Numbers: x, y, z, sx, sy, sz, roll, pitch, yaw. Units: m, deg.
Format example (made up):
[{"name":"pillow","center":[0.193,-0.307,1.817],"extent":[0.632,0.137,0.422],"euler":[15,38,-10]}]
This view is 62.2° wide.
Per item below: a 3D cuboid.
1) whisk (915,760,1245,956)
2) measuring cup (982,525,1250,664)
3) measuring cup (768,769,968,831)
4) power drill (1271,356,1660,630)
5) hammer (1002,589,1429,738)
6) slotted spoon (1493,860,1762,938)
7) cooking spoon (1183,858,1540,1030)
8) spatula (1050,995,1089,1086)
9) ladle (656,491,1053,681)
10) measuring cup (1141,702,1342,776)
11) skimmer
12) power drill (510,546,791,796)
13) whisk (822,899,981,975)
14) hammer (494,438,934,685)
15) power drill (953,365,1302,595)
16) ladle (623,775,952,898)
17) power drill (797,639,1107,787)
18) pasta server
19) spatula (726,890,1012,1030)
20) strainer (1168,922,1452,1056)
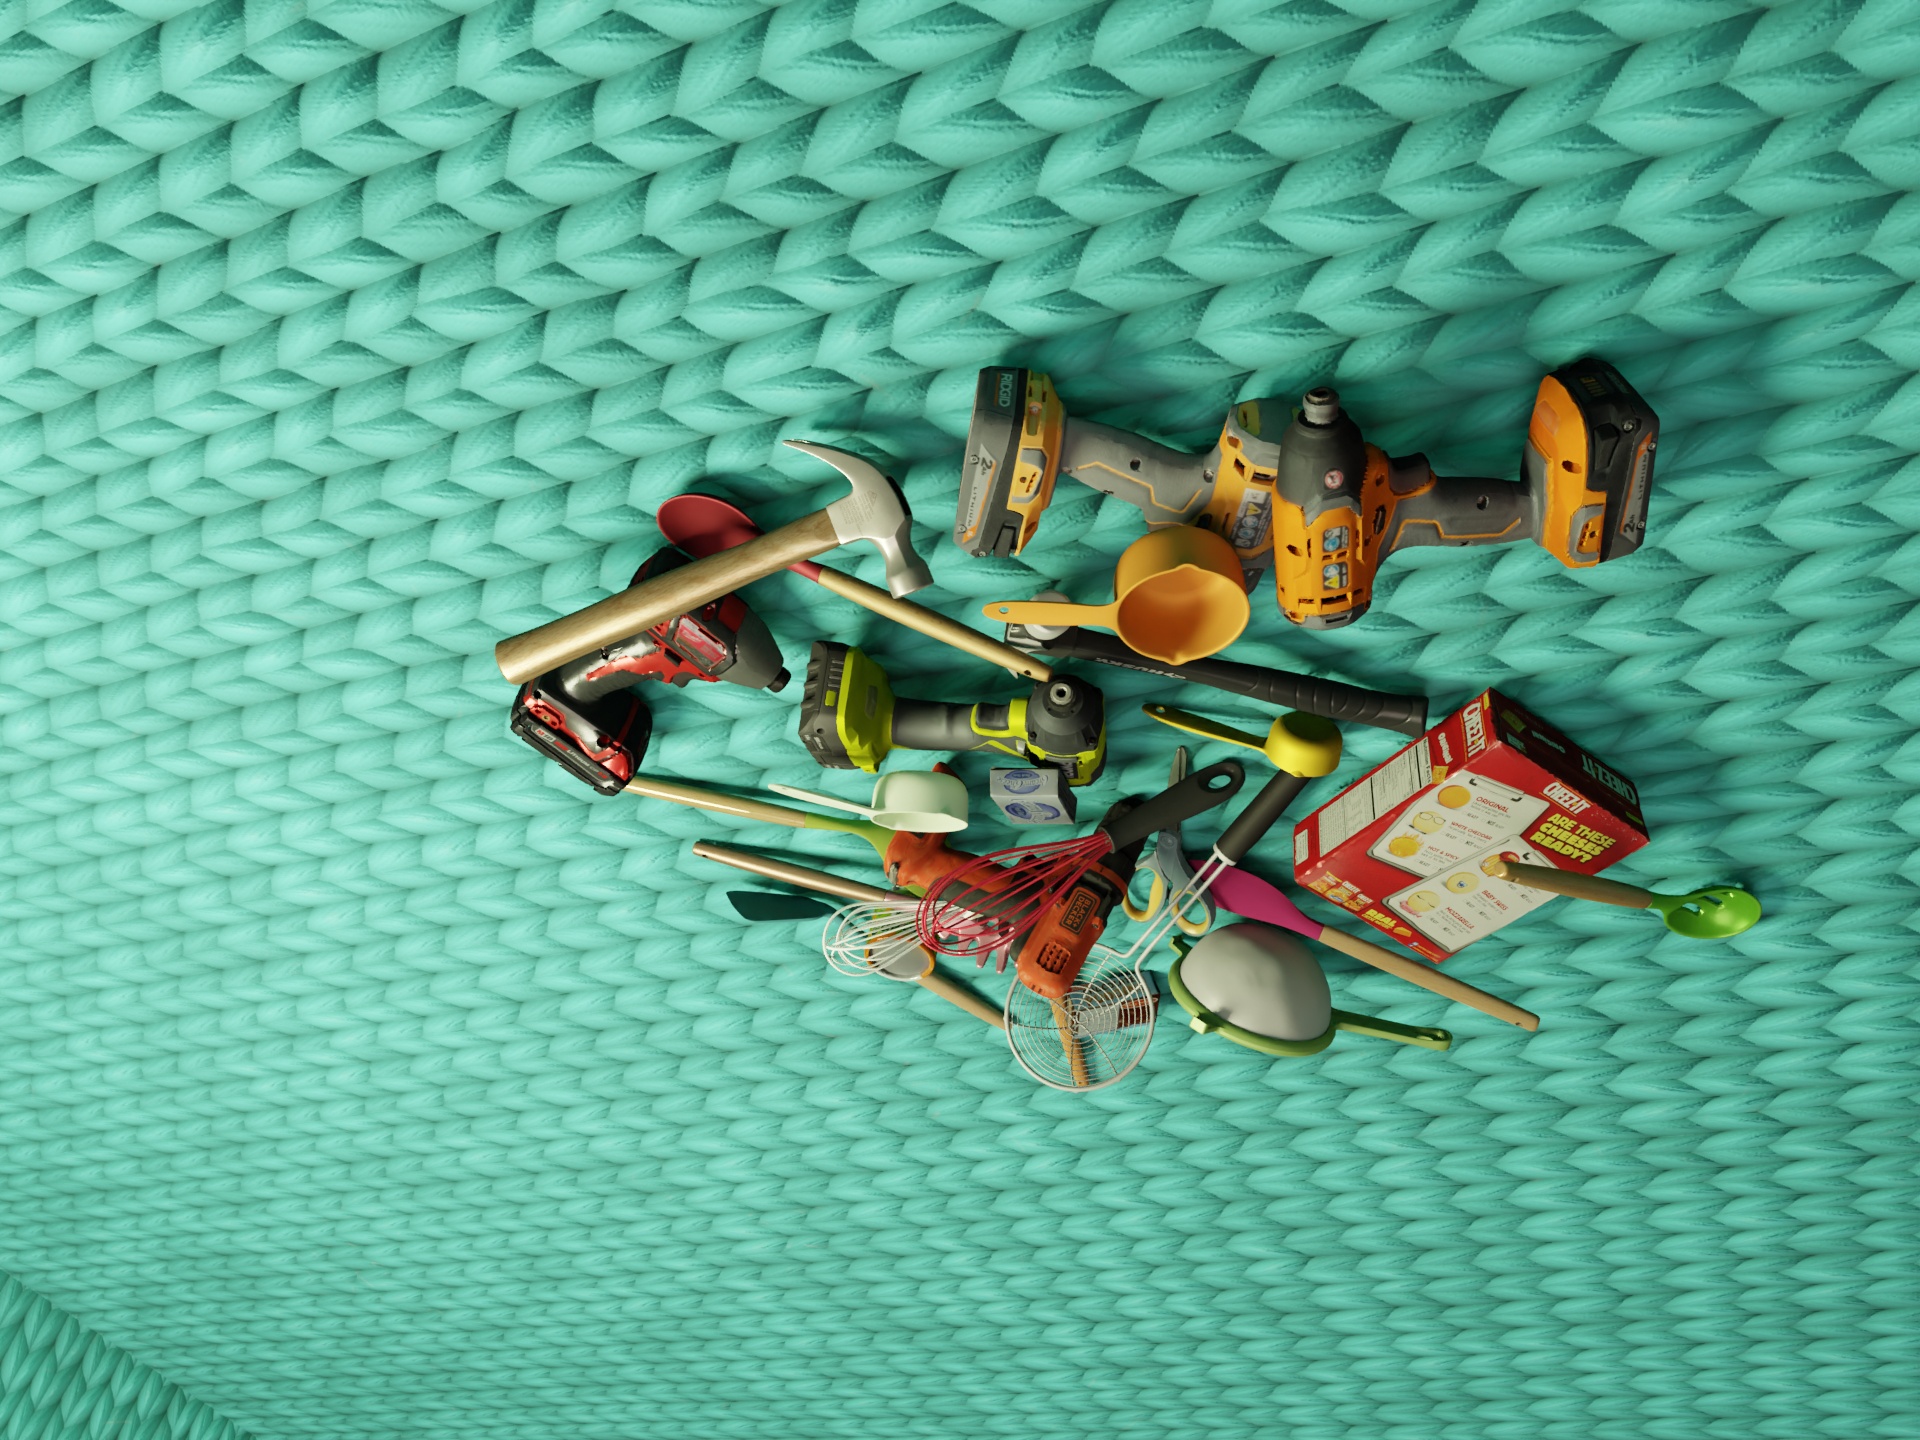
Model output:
[{"name":"whisk","center":[0.098,0.103,1.241],"extent":[0.296,0.073,0.073],"euler":[-26,134,-14]},{"name":"measuring cup","center":[0.102,-0.087,1.050],"extent":[0.173,0.052,0.095],"euler":[1,140,3]},{"name":"measuring cup","center":[-0.069,0.052,1.219],"extent":[0.167,0.038,0.083],"euler":[15,162,-29]},{"name":"power drill","center":[0.305,-0.151,0.989],"extent":[0.226,0.084,0.164],"euler":[-13,132,1]},{"name":"hammer","center":[0.191,-0.033,1.171],"extent":[0.334,0.035,0.146],"euler":[12,169,-11]},{"name":"slotted spoon","center":[0.513,0.133,1.223],"extent":[0.313,0.031,0.070],"euler":[12,140,-34]},{"name":"cooking spoon","center":[0.327,0.188,1.333],"extent":[0.319,0.017,0.068],"euler":[22,147,15]},{"name":"spatula","center":[0.094,0.255,1.508],"extent":[0.081,0.041,0.322],"euler":[-3,137,13]},{"name":"ladle","center":[-0.077,-0.095,1.143],"extent":[0.315,0.031,0.069],"euler":[24,145,13]},{"name":"measuring cup","center":[0.217,0.002,1.222],"extent":[0.156,0.062,0.029],"euler":[16,125,11]},{"name":"skimmer","center":[0.170,0.158,1.299],"extent":[0.127,0.090,0.363],"euler":[44,119,16]},{"name":"power drill","center":[-0.243,-0.034,1.258],"extent":[0.143,0.079,0.219],"euler":[39,128,-25]},{"name":"whisk","center":[-0.003,0.157,1.336],"extent":[0.246,0.059,0.058],"euler":[-15,-179,-26]},{"name":"hammer","center":[-0.190,-0.099,1.134],"extent":[0.331,0.031,0.130],"euler":[-20,94,16]},{"name":"power drill","center":[0.112,-0.143,1.080],"extent":[0.226,0.084,0.185],"euler":[8,137,-2]},{"name":"ladle","center":[-0.160,0.092,1.381],"extent":[0.320,0.078,0.062],"euler":[11,112,8]},{"name":"power drill","center":[-0.002,-0.004,1.203],"extent":[0.223,0.080,0.171],"euler":[5,164,8]},{"name":"pasta server","center":[-0.094,0.156,1.409],"extent":[0.316,0.040,0.060],"euler":[14,137,12]},{"name":"spatula","center":[-0.075,0.229,1.499],"extent":[0.317,0.082,0.044],"euler":[34,89,-25]},{"name":"strainer","center":[0.311,0.231,1.373],"extent":[0.256,0.152,0.069],"euler":[13,111,-5]}]
